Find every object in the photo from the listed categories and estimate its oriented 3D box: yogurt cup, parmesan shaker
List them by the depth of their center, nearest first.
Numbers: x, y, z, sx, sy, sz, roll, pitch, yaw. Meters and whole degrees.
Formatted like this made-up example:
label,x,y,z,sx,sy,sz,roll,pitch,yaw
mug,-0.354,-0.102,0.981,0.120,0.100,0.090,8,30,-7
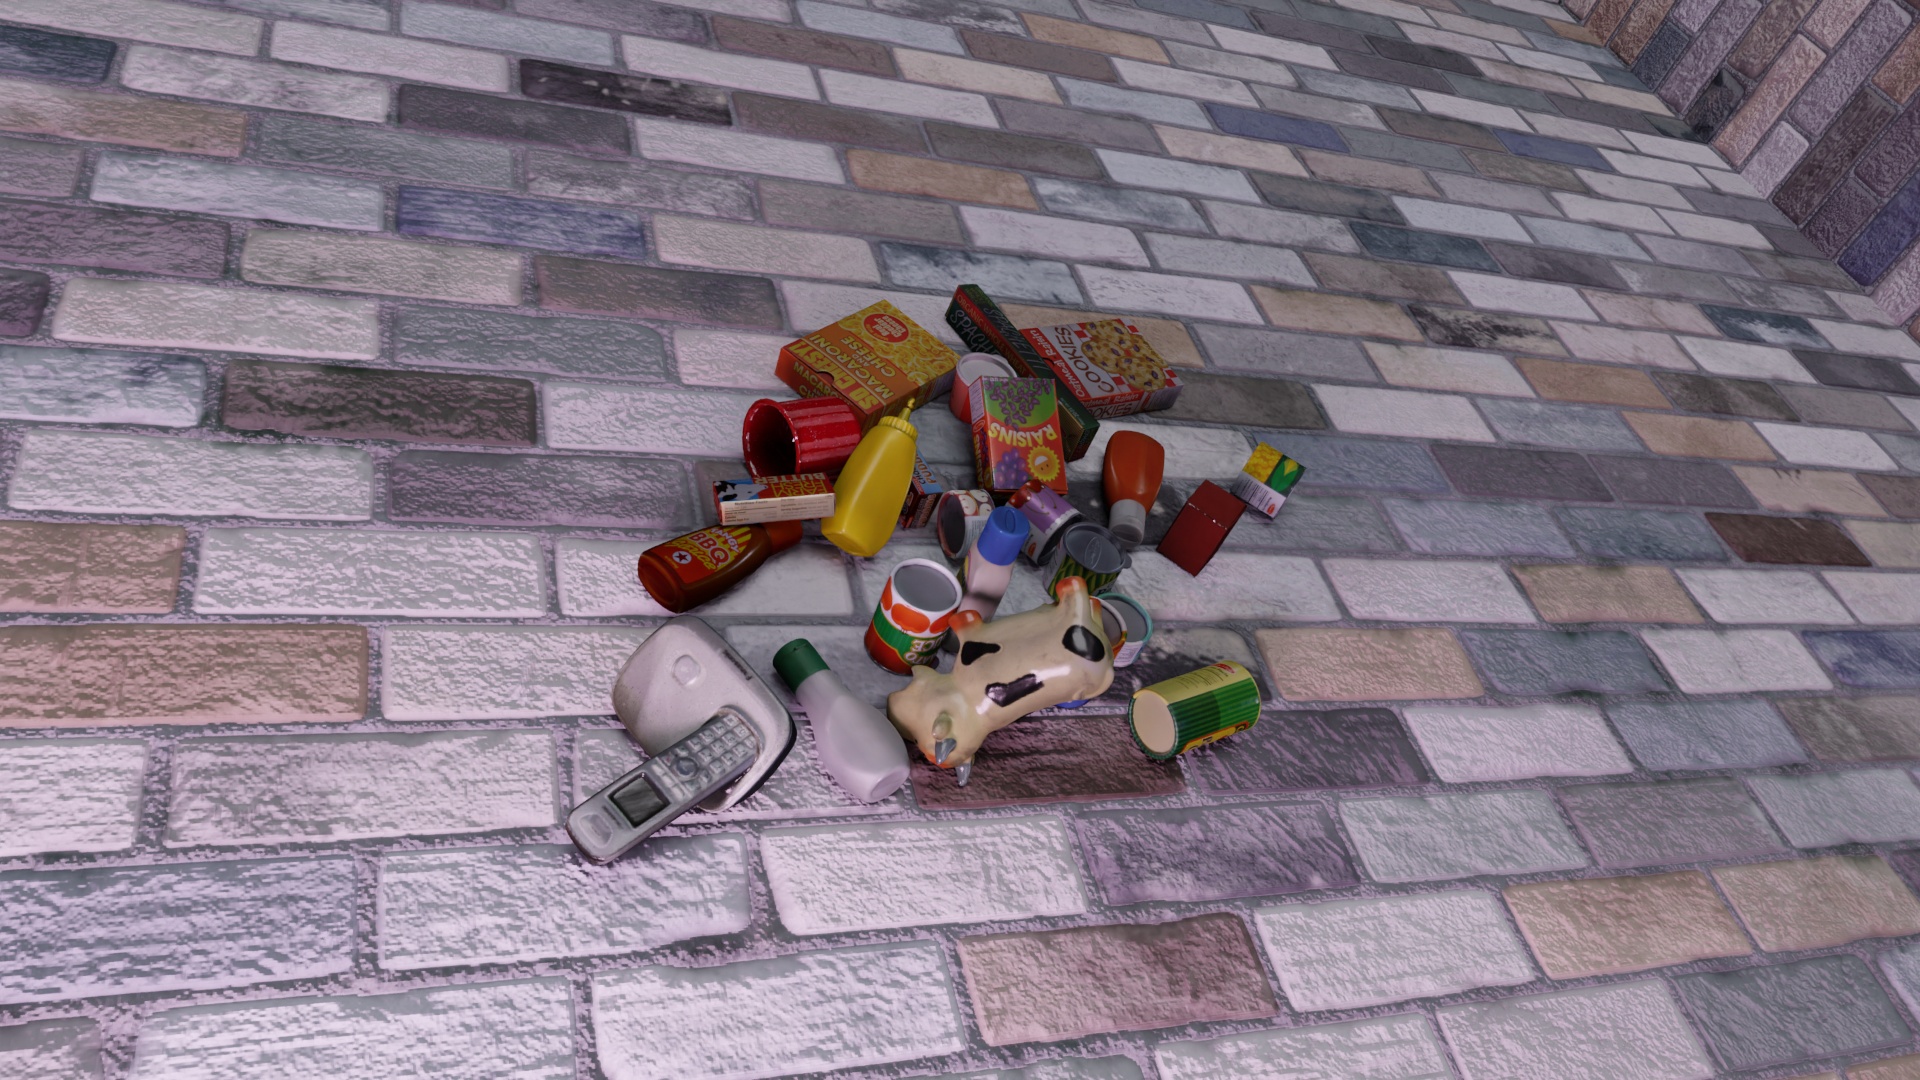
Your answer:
label,x,y,z,sx,sy,sz,roll,pitch,yaw
parmesan shaker,0.207,0.151,1.244,0.103,0.071,0.071,-13,54,-33
yogurt cup,0.021,-0.159,1.480,0.072,0.053,0.073,13,43,-12

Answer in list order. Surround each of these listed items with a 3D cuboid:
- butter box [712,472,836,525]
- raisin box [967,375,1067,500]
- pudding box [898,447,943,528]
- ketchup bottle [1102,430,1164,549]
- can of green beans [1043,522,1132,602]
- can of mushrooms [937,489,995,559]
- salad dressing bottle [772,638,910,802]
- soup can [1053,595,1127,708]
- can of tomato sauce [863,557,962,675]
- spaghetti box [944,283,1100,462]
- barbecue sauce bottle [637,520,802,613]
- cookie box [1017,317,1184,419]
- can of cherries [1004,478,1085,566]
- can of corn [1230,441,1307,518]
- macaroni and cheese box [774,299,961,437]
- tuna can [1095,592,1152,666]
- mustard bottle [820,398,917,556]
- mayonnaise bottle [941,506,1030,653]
label,x,y,z,sx,sy,sz,roll,pitch,yaw
butter box,-0.165,-0.037,1.234,0.104,0.024,0.053,-5,26,-16
raisin box,0.059,-0.103,1.414,0.086,0.040,0.123,1,76,-25
pudding box,-0.053,-0.058,1.347,0.030,0.049,0.084,-5,50,-33
ketchup bottle,0.178,-0.053,1.452,0.065,0.043,0.149,19,42,-5
can of green beans,0.119,0.026,1.334,0.071,0.057,0.071,13,43,-12
can of mushrooms,0.005,-0.017,1.320,0.033,0.070,0.071,-3,49,-26
salad dressing bottle,-0.099,0.143,1.127,0.064,0.043,0.148,-19,56,-35
soup can,0.101,0.100,1.232,0.071,0.083,0.072,13,44,-12
can of tomato sauce,-0.040,0.067,1.201,0.071,0.082,0.071,13,43,-12
spaghetti box,0.065,-0.190,1.535,0.029,0.049,0.251,-14,54,-37
barbecue sauce bottle,-0.204,0.012,1.212,0.065,0.043,0.149,39,43,25
cookie box,0.155,-0.197,1.590,0.168,0.040,0.123,-11,53,-33
can of cherries,0.078,-0.019,1.355,0.058,0.071,0.072,40,44,19
can of corn,0.339,-0.068,1.523,0.058,0.070,0.071,33,43,10
macaroni and cheese box,-0.093,-0.184,1.463,0.124,0.040,0.167,39,44,17
tuna can,0.146,0.081,1.308,0.071,0.032,0.071,13,44,-12
mustard bottle,-0.075,-0.064,1.294,0.065,0.049,0.161,42,62,-38
mayonnaise bottle,0.019,0.033,1.215,0.041,0.147,0.065,13,43,-12
